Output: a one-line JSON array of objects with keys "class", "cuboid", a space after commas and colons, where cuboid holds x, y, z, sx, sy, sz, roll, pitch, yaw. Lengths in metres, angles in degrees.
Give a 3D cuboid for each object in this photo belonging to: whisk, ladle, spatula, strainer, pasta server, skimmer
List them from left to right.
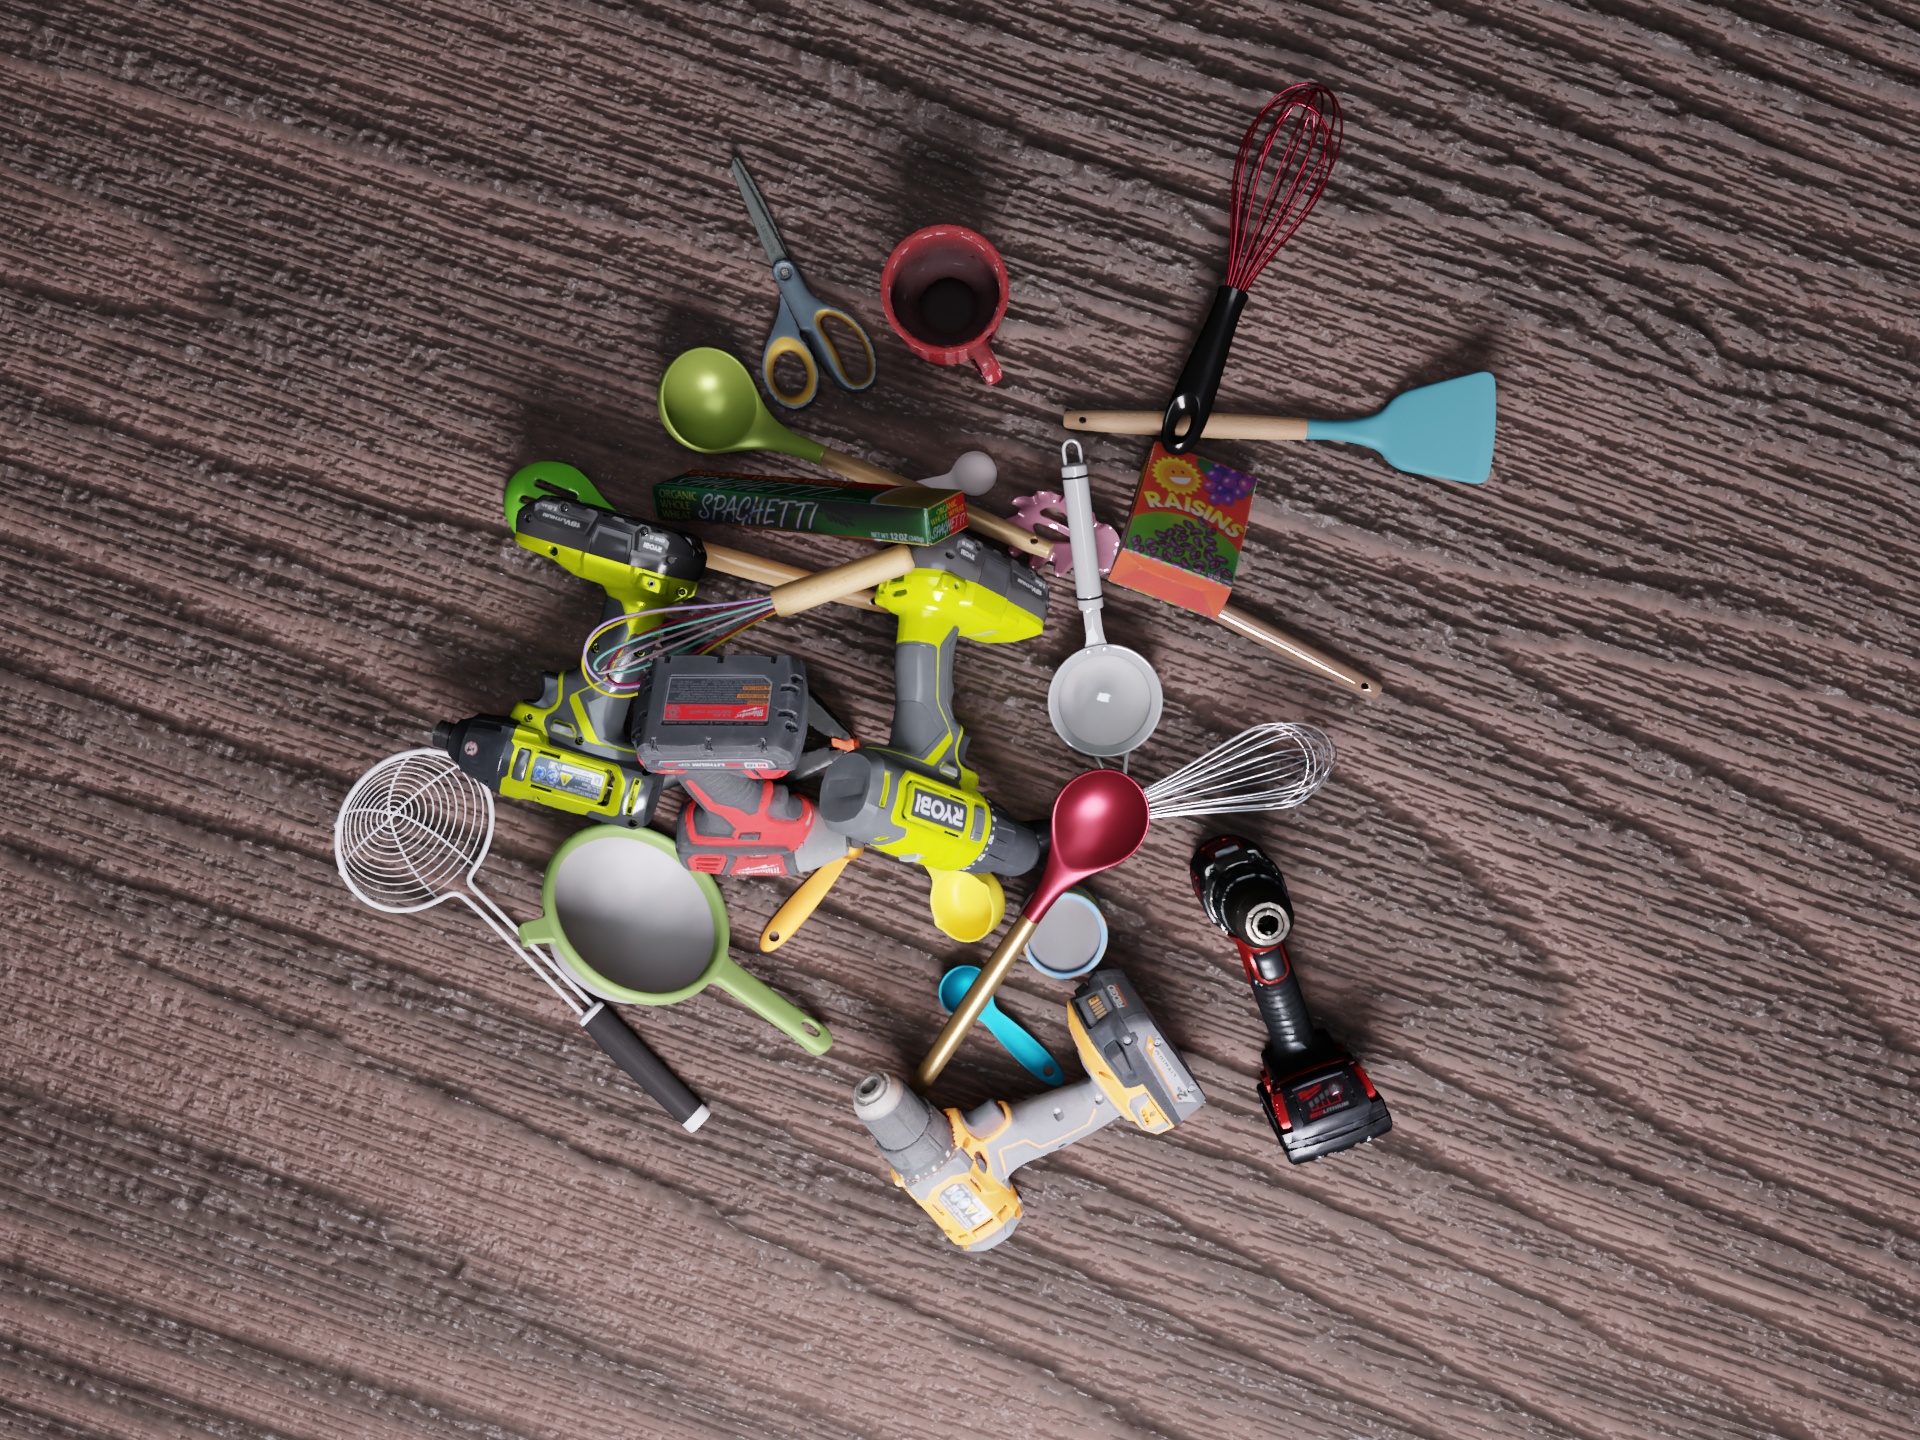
[{"class": "skimmer", "cuboid": [-0.319, 0.176, 1.203, 0.363, 0.090, 0.127, 46, 63, -2]}, {"class": "strainer", "cuboid": [-0.214, 0.188, 1.209, 0.256, 0.152, 0.069, 38, 129, -13]}, {"class": "whisk", "cuboid": [-0.148, -0.071, 1.106, 0.245, 0.051, 0.047, -19, 59, 4]}, {"class": "ladle", "cuboid": [-0.079, -0.191, 1.181, 0.320, 0.062, 0.078, 24, 80, 9]}, {"class": "ladle", "cuboid": [0.039, 0.166, 1.168, 0.069, 0.031, 0.315, 34, 103, 7]}, {"class": "strainer", "cuboid": [0.099, -0.081, 1.186, 0.087, 0.050, 0.258, -8, 104, -1]}, {"class": "whisk", "cuboid": [0.146, 0.061, 1.208, 0.284, 0.070, 0.070, -17, 92, 7]}, {"class": "pasta server", "cuboid": [0.178, -0.090, 1.208, 0.316, 0.040, 0.060, 27, 111, -1]}, {"class": "whisk", "cuboid": [0.210, -0.335, 1.179, 0.073, 0.073, 0.296, 21, 90, 1]}, {"class": "spatula", "cuboid": [0.237, -0.224, 1.199, 0.317, 0.044, 0.082, 2, 96, 2]}]

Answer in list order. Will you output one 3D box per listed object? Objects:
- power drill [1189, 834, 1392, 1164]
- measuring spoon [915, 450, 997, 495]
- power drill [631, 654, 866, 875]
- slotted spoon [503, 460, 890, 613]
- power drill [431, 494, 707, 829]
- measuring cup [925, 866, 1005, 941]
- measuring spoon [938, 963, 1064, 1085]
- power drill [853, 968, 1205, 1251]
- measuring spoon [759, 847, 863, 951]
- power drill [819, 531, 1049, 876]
[{"class": "power drill", "cuboid": [0.232, 0.198, 1.145, 0.080, 0.188, 0.226, -21, 95, 3]}, {"class": "measuring spoon", "cuboid": [-0.032, -0.175, 1.220, 0.124, 0.018, 0.034, -19, 92, 3]}, {"class": "power drill", "cuboid": [-0.148, 0.044, 1.140, 0.143, 0.219, 0.079, 1, 58, 5]}, {"class": "slotted spoon", "cuboid": [-0.203, -0.132, 1.222, 0.313, 0.031, 0.070, 16, 95, -1]}, {"class": "power drill", "cuboid": [-0.287, -0.047, 1.176, 0.171, 0.080, 0.223, 16, 96, 0]}, {"class": "measuring cup", "cuboid": [-0.019, 0.098, 1.226, 0.062, 0.029, 0.156, -41, 76, 33]}, {"class": "measuring spoon", "cuboid": [0.033, 0.237, 1.237, 0.042, 0.021, 0.128, -44, 99, 2]}, {"class": "power drill", "cuboid": [0.045, 0.278, 1.173, 0.226, 0.084, 0.185, -34, 122, 3]}, {"class": "measuring spoon", "cuboid": [-0.117, 0.135, 1.236, 0.021, 0.011, 0.117, 41, 92, 0]}, {"class": "power drill", "cuboid": [-0.002, -0.004, 1.151, 0.080, 0.190, 0.229, -6, 69, 44]}]
